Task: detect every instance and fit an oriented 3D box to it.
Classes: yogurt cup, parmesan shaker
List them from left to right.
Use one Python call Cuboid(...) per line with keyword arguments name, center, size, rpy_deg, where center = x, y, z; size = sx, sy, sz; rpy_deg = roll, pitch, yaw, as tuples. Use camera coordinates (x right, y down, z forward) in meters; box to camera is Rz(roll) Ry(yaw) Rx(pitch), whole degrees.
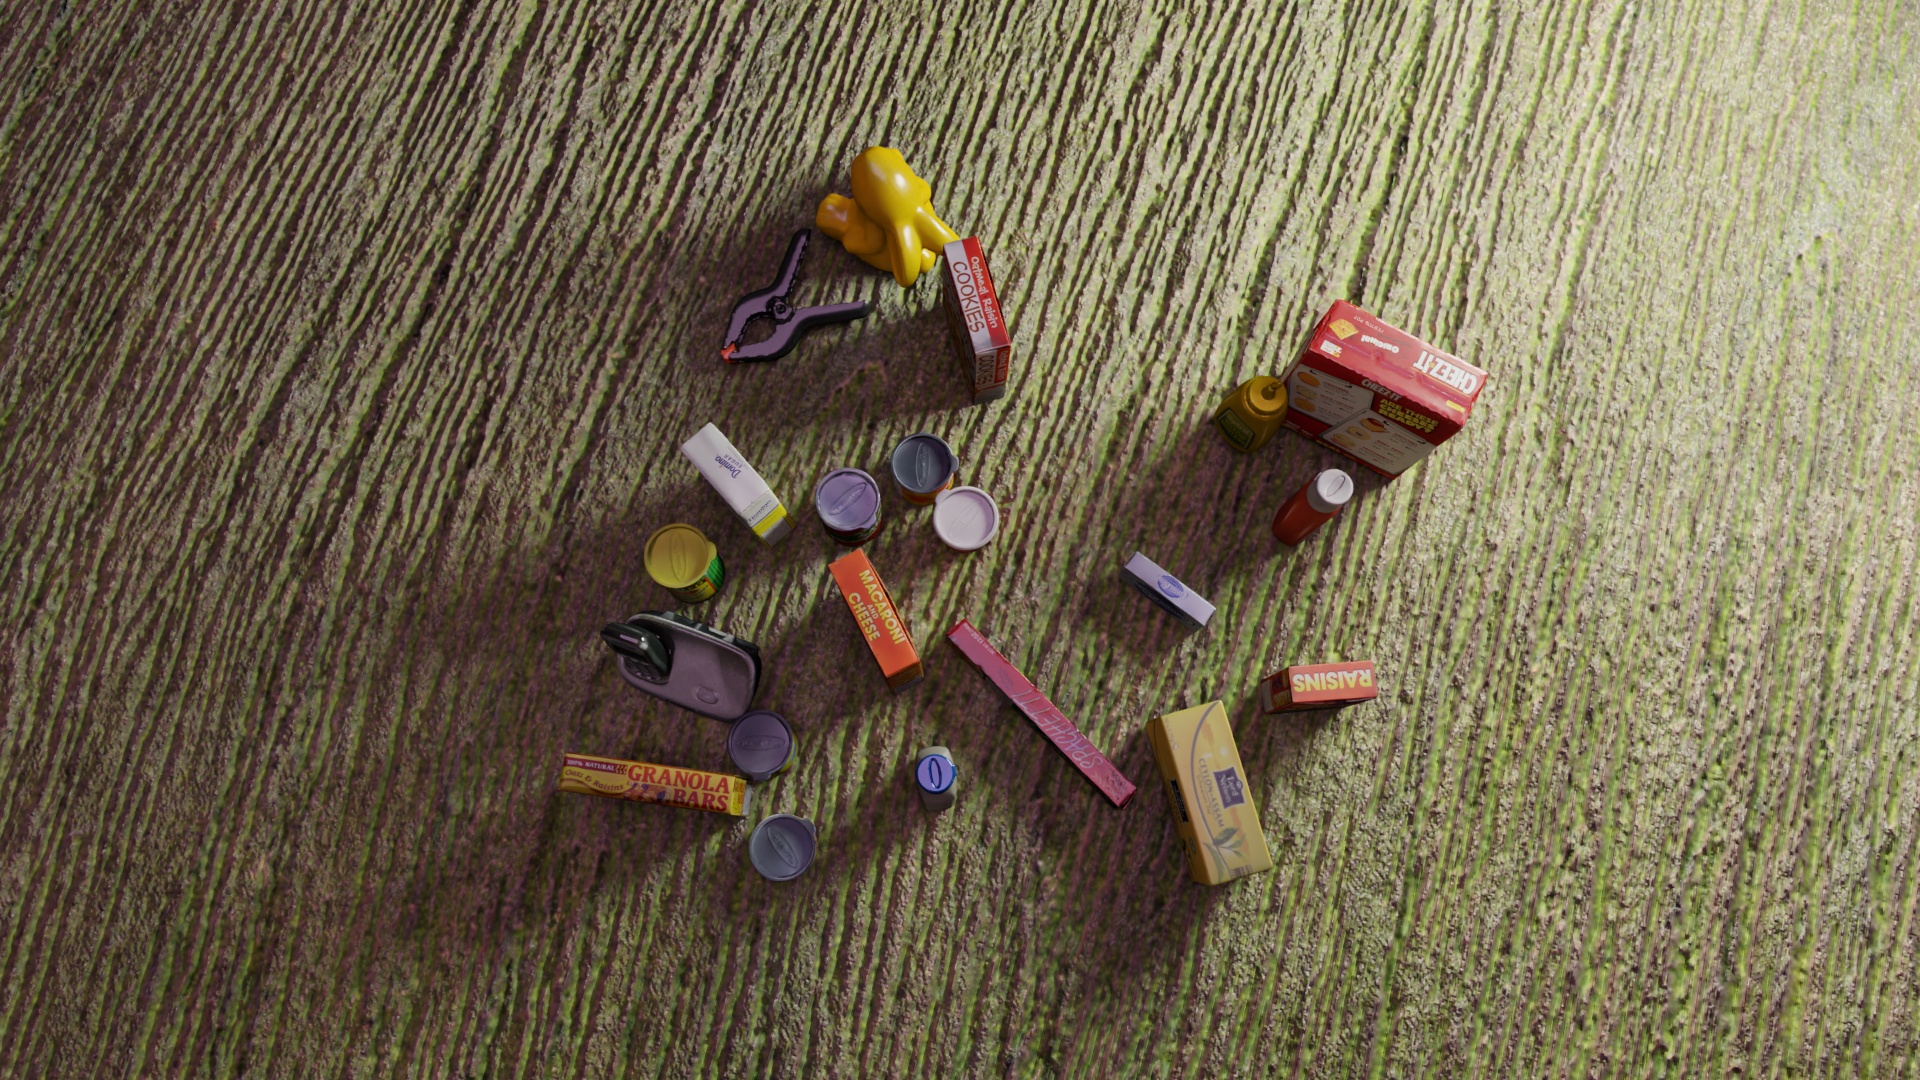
Cuboid(name="parmesan shaker", center=(-0.277, 0.025, 1.421), size=(0.071, 0.103, 0.071), rpy_deg=(0, 78, -1))
Cuboid(name="yogurt cup", center=(0.005, -0.018, 1.460), size=(0.072, 0.054, 0.072), rpy_deg=(0, 77, -1))

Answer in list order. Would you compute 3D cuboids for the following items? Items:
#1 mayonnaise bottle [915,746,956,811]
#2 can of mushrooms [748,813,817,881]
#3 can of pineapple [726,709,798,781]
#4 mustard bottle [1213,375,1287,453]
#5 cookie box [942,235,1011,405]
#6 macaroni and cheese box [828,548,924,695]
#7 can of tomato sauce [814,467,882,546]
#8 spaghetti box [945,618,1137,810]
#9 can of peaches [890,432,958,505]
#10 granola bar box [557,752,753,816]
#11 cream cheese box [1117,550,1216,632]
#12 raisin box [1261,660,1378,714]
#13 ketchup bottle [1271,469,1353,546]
Cuboid(name="mayonnaise bottle", center=(-0.025, 0.230, 1.355), size=(0.041, 0.147, 0.065), rpy_deg=(-9, 78, -3))
Cuboid(name="can of mushrooms", center=(-0.175, 0.306, 1.393), size=(0.071, 0.033, 0.071), rpy_deg=(0, 77, -1))
Cuboid(name="can of pineapple", center=(-0.200, 0.208, 1.403), size=(0.071, 0.057, 0.071), rpy_deg=(0, 77, -1))
Cuboid(name="mustard bottle", center=(0.306, -0.138, 1.437), size=(0.049, 0.160, 0.065), rpy_deg=(-42, 81, -9))
Cuboid(name="cookie box", center=(0.016, -0.226, 1.450), size=(0.040, 0.167, 0.123), rpy_deg=(-16, 78, -4))
Cuboid(name="macaroni and cheese box", center=(-0.081, 0.083, 1.378), size=(0.040, 0.166, 0.124), rpy_deg=(-27, 79, -6))
Cuboid(name="can of tomato sauce", center=(-0.113, -0.032, 1.446), size=(0.071, 0.083, 0.071), rpy_deg=(0, 78, -1))
Cuboid(name="spaghetti box", center=(0.081, 0.178, 1.418), size=(0.250, 0.050, 0.029), rpy_deg=(44, 81, 8))
Cuboid(name="can of peaches", center=(-0.038, -0.075, 1.470), size=(0.071, 0.058, 0.071), rpy_deg=(0, 77, -1))
Cuboid(name="granola bar box", center=(-0.294, 0.239, 1.361), size=(0.166, 0.124, 0.039), rpy_deg=(8, 78, 1))
Cuboid(name="cream cheese box", center=(0.214, 0.054, 1.447), size=(0.104, 0.053, 0.024), rpy_deg=(36, 80, 7))
Cuboid(name="raisin box", center=(0.357, 0.148, 1.391), size=(0.086, 0.123, 0.040), rpy_deg=(-4, 78, -2))
Cuboid(name="ketchup bottle", center=(0.362, -0.037, 1.421), size=(0.043, 0.148, 0.065), rpy_deg=(41, 80, 8))
